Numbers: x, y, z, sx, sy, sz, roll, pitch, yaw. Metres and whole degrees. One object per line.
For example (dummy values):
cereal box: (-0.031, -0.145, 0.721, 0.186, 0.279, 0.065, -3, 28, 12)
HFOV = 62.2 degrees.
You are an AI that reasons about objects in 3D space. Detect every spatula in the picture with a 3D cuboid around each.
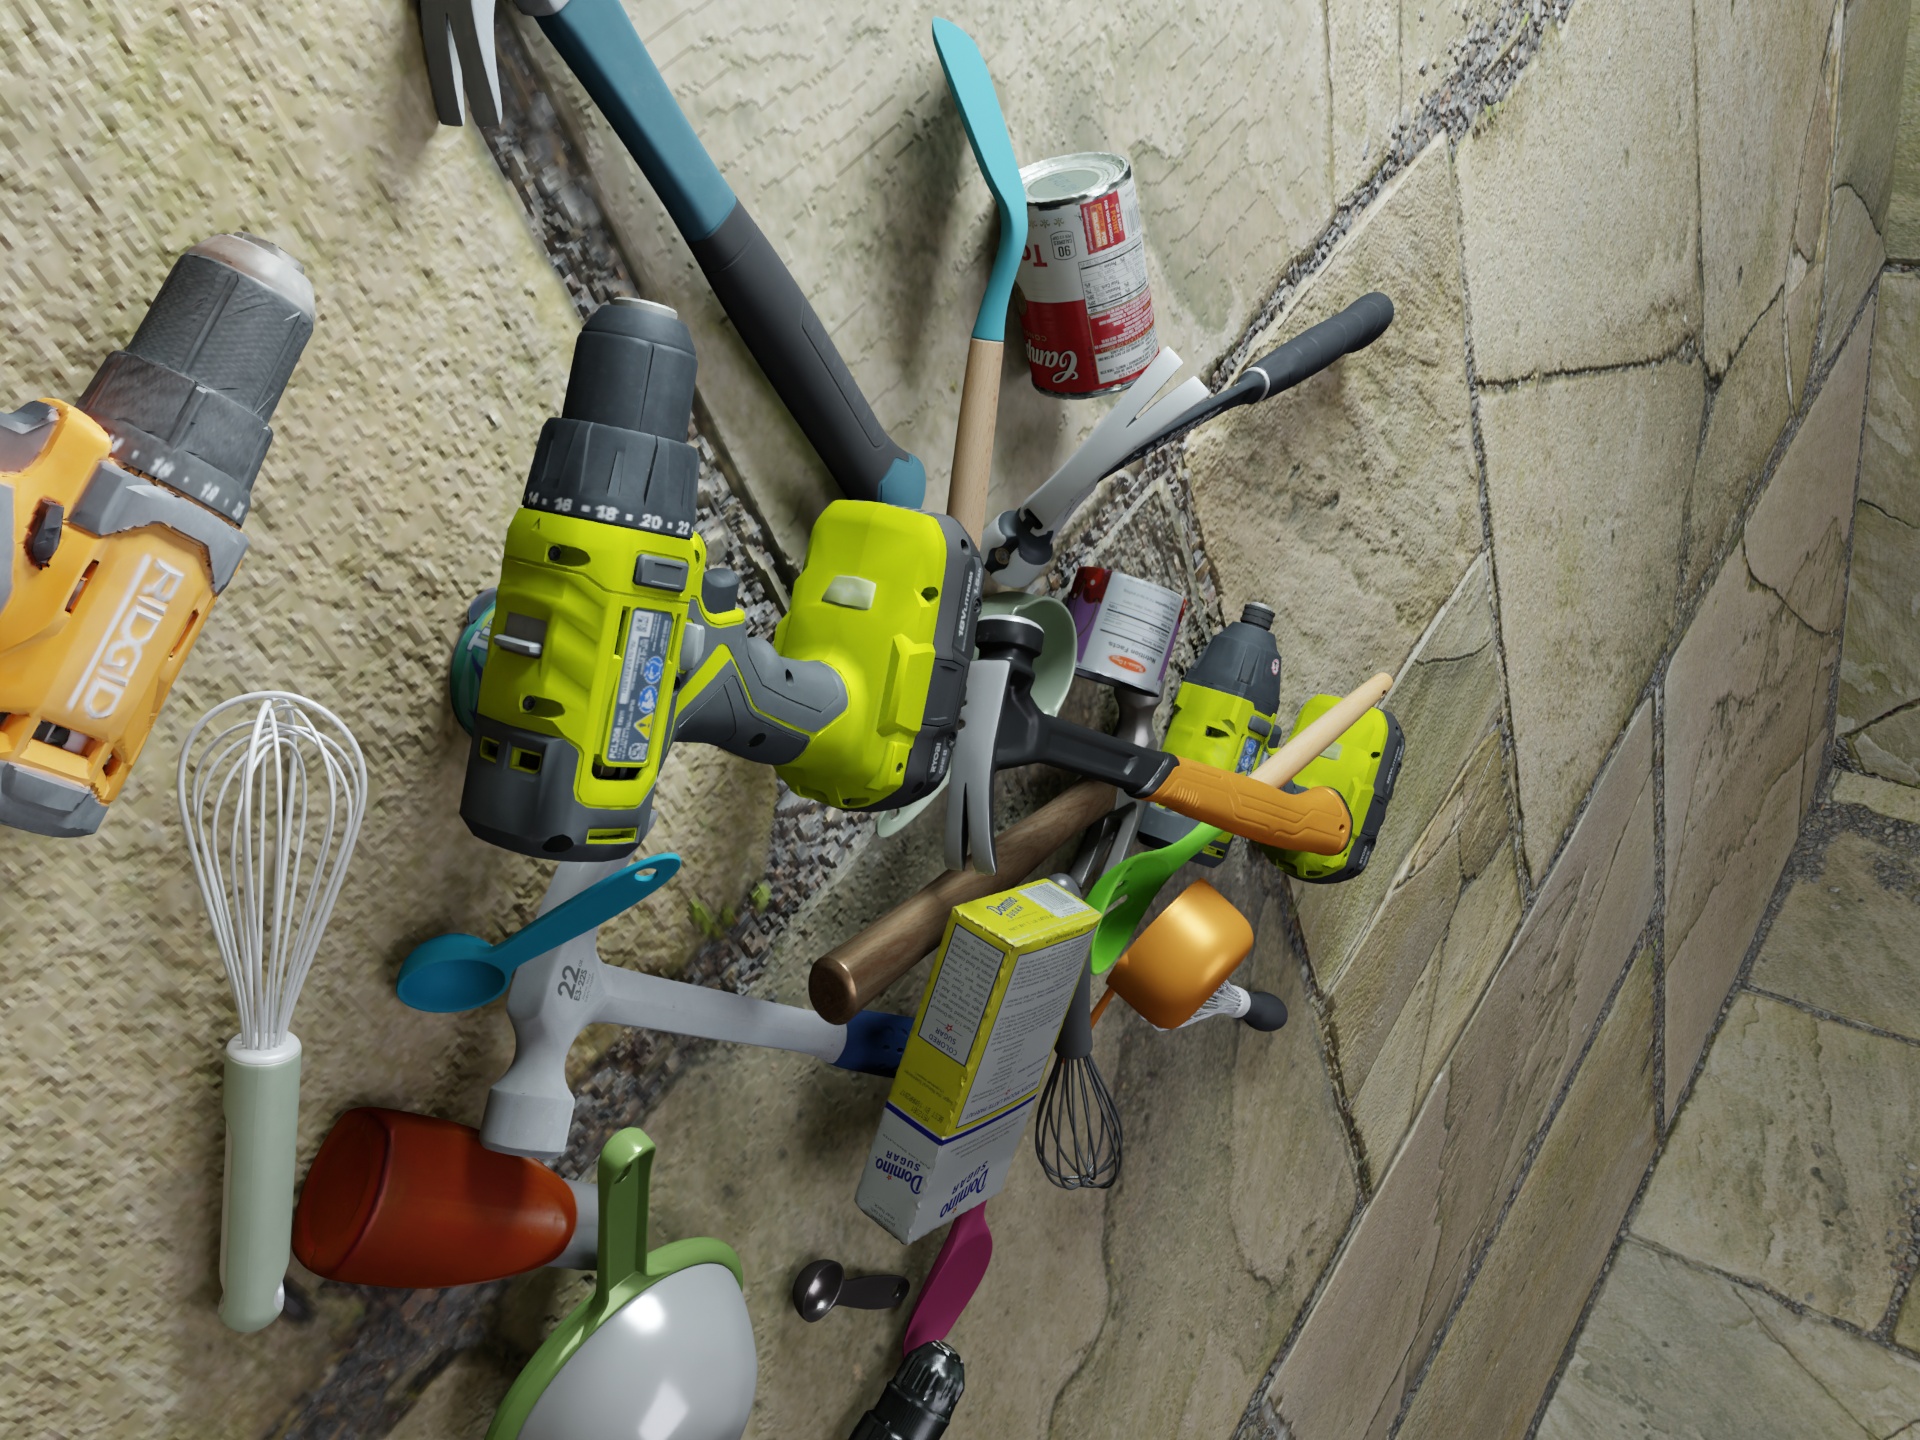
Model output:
spatula: (-0.001, -0.153, 0.744, 0.082, 0.044, 0.317, -45, 144, -69)

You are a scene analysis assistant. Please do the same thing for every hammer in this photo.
hammer: (-0.067, 0.151, 0.792, 0.405, 0.035, 0.144, 28, 69, -56)
hammer: (0.026, 0.077, 0.863, 0.331, 0.031, 0.130, -31, 131, -52)
hammer: (0.164, -0.194, 0.919, 0.409, 0.036, 0.149, -35, 173, -47)
hammer: (-0.092, -0.191, 0.635, 0.128, 0.033, 0.330, -58, 141, -20)
hammer: (0.120, 0.043, 0.885, 0.336, 0.034, 0.127, 17, 79, -44)

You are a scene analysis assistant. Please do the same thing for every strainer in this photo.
strainer: (-0.131, 0.276, 0.691, 0.151, 0.069, 0.256, -31, 143, -40)

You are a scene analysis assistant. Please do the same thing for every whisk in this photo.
whisk: (0.063, 0.184, 0.917, 0.055, 0.055, 0.238, -35, 131, -39)
whisk: (0.184, 0.198, 1.137, 0.284, 0.070, 0.070, 30, 80, -57)
whisk: (-0.244, 0.107, 0.556, 0.059, 0.058, 0.246, 4, 106, -18)

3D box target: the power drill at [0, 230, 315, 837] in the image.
power drill: (-0.279, -0.085, 0.401, 0.226, 0.084, 0.185, 38, 73, -56)

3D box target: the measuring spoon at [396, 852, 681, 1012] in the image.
measuring spoon: (-0.161, 0.075, 0.608, 0.128, 0.021, 0.042, -29, 144, 14)

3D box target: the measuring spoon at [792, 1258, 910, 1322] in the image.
measuring spoon: (-0.062, 0.321, 0.903, 0.124, 0.018, 0.034, 37, 74, -59)

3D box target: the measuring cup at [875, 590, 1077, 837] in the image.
measuring cup: (-0.001, -0.003, 0.827, 0.167, 0.038, 0.083, -47, 137, -28)

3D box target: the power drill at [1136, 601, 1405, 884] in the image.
power drill: (0.217, 0.024, 1.089, 0.223, 0.080, 0.171, 20, 89, -50)

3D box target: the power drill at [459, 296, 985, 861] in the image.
power drill: (-0.084, -0.046, 0.620, 0.228, 0.080, 0.190, 5, 98, -58)

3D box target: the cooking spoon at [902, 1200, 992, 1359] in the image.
cooking spoon: (0.015, 0.253, 0.917, 0.068, 0.017, 0.318, -16, 130, -47)

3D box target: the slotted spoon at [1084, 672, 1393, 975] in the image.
slotted spoon: (0.174, 0.052, 0.986, 0.314, 0.031, 0.070, -35, 141, -30)

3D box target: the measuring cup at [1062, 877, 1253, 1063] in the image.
measuring cup: (0.118, 0.173, 0.979, 0.095, 0.052, 0.173, -28, 153, -51)
